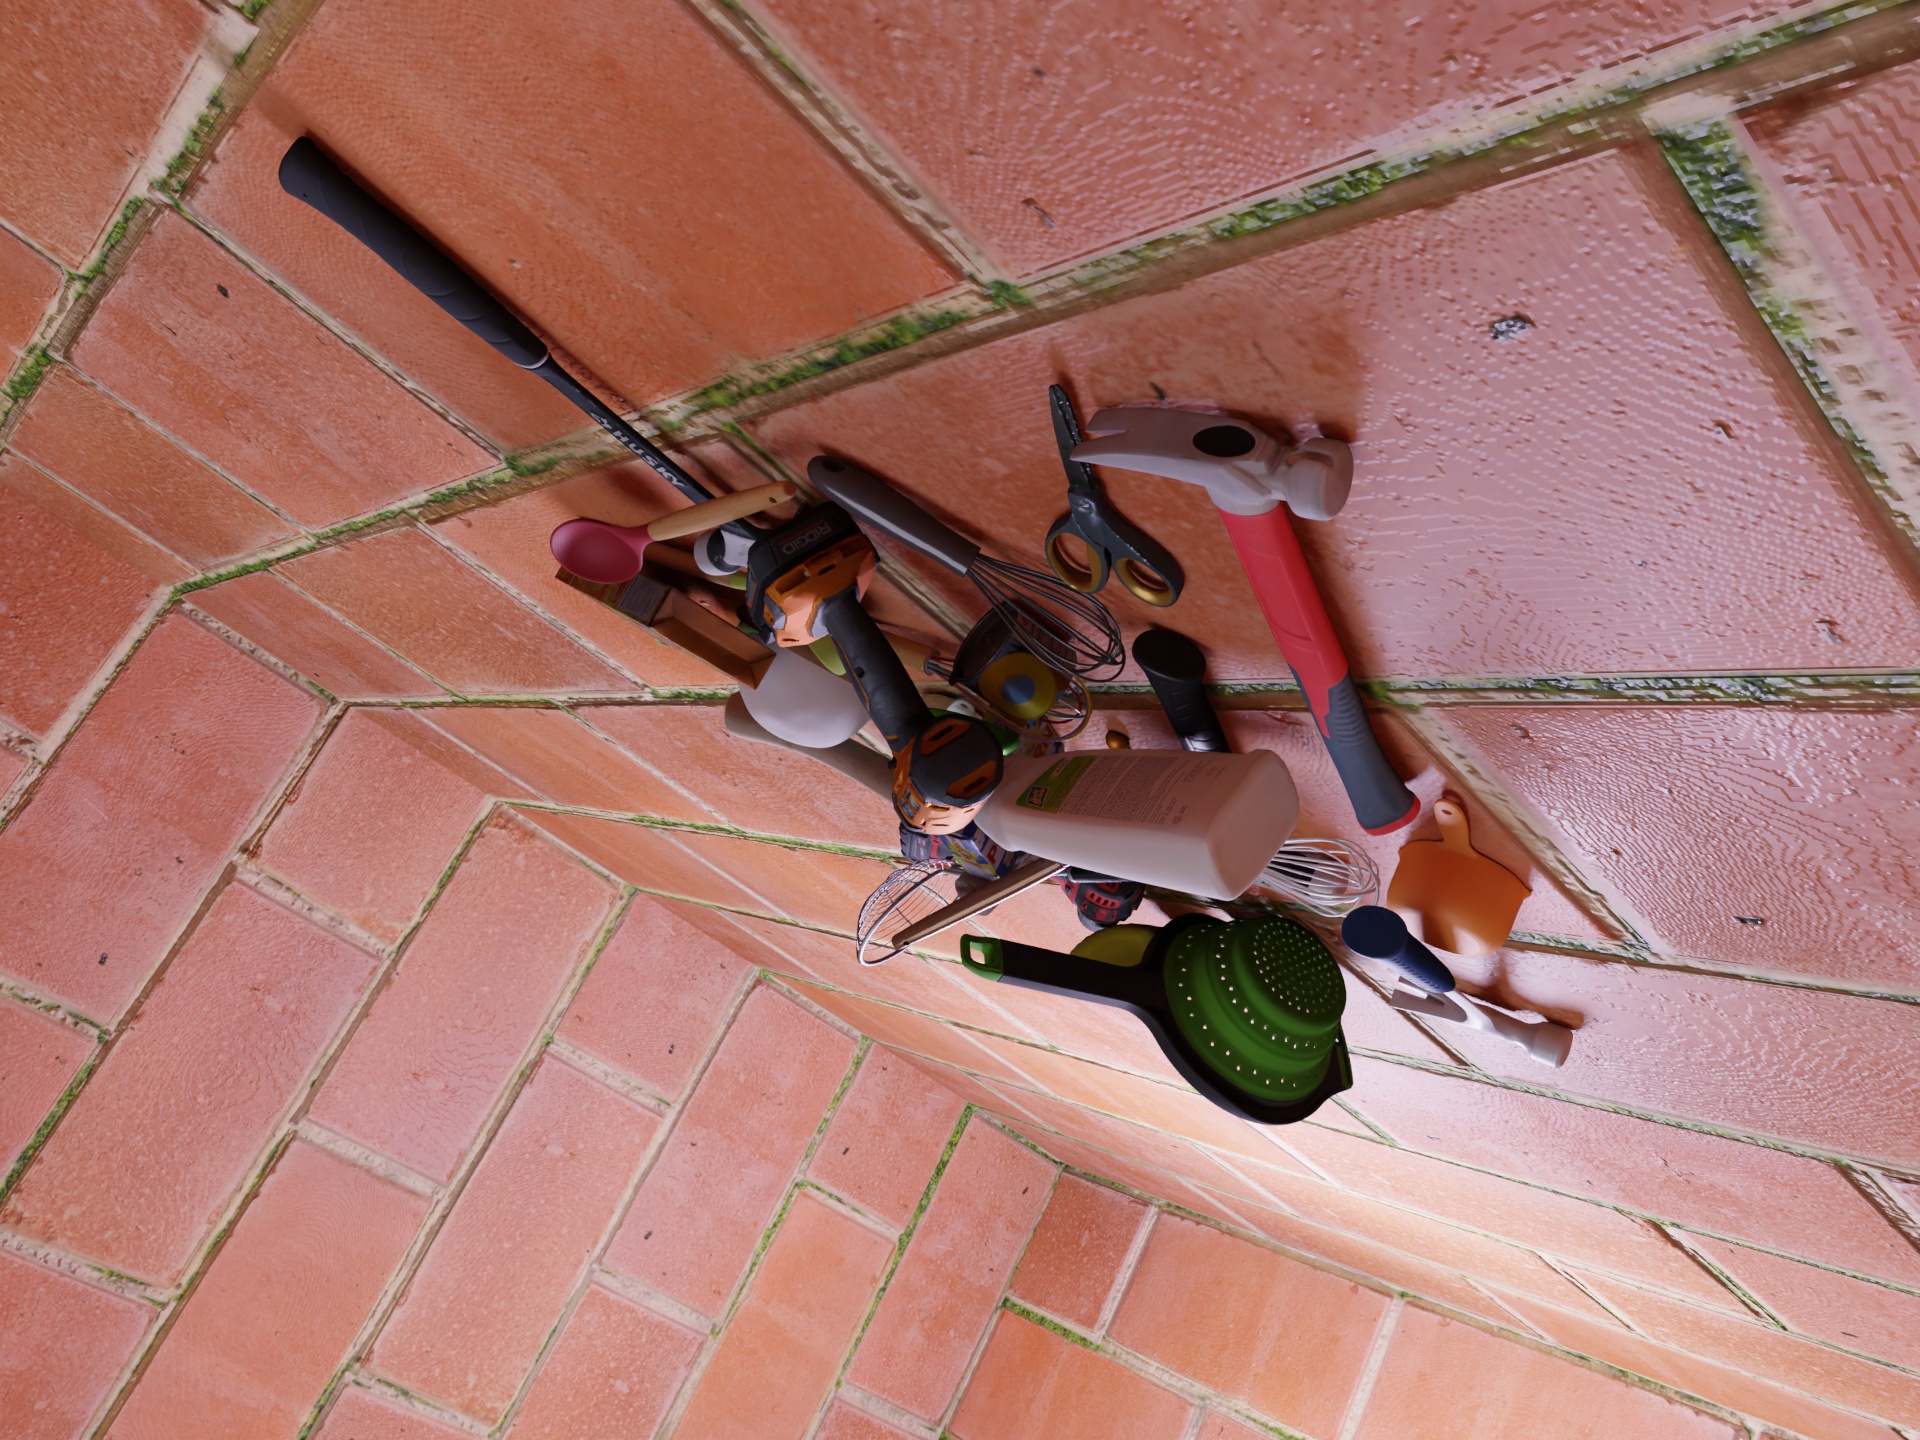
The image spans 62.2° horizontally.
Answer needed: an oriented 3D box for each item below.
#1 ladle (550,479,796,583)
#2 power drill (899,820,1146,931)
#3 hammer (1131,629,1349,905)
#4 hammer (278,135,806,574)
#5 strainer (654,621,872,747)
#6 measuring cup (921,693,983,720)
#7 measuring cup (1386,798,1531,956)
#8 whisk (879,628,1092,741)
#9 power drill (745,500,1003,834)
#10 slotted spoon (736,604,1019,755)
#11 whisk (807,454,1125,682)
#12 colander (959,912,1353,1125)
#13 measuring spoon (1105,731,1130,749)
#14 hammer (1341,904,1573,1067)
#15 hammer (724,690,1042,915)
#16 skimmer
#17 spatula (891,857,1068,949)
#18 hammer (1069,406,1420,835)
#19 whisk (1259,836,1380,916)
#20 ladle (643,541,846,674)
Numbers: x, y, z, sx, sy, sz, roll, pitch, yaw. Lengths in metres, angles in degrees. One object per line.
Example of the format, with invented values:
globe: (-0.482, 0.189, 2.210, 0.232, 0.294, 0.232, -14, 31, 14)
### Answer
ladle: (-0.203, -0.137, 1.117, 0.069, 0.031, 0.315, 37, 156, -30)
power drill: (0.062, 0.129, 1.484, 0.227, 0.080, 0.187, 22, 161, 8)
hammer: (0.178, 0.035, 1.127, 0.146, 0.035, 0.334, 16, 158, 31)
hammer: (-0.271, -0.231, 1.063, 0.408, 0.036, 0.149, 39, 158, -29)
strainer: (-0.187, -0.032, 1.413, 0.256, 0.069, 0.151, 15, 157, 31)
measuring cup: (-0.002, -0.004, 1.273, 0.083, 0.038, 0.167, 29, 161, -1)
measuring cup: (0.328, 0.108, 1.074, 0.095, 0.052, 0.173, 18, 161, 29)
whisk: (-0.002, -0.040, 1.188, 0.245, 0.051, 0.047, 21, 126, 33)
power drill: (-0.059, -0.022, 1.097, 0.226, 0.084, 0.164, 56, 164, 9)
slotted spoon: (-0.077, -0.034, 1.245, 0.314, 0.031, 0.070, 28, 174, 39)
whisk: (0.004, -0.098, 1.007, 0.239, 0.055, 0.055, 32, 162, -1)
colander: (0.192, 0.216, 1.344, 0.396, 0.205, 0.094, 16, 135, -23)
measuring spoon: (0.131, 0.040, 1.242, 0.021, 0.011, 0.116, 19, 159, 27)
hammer: (0.349, 0.193, 1.175, 0.144, 0.035, 0.405, 18, 171, 33)
hammer: (-0.069, 0.041, 1.420, 0.411, 0.146, 0.038, 25, 145, 42)
skimmer: (0.056, 0.158, 1.341, 0.363, 0.090, 0.127, -8, -175, 41)
spatula: (0.060, 0.115, 1.202, 0.316, 0.018, 0.059, -31, 123, 35)
hammer: (0.188, -0.039, 0.909, 0.143, 0.038, 0.385, 17, 159, 34)
whisk: (0.195, 0.096, 1.141, 0.246, 0.058, 0.059, 11, 120, 49)
ladle: (-0.203, -0.108, 1.262, 0.320, 0.062, 0.078, 20, 168, 32)
